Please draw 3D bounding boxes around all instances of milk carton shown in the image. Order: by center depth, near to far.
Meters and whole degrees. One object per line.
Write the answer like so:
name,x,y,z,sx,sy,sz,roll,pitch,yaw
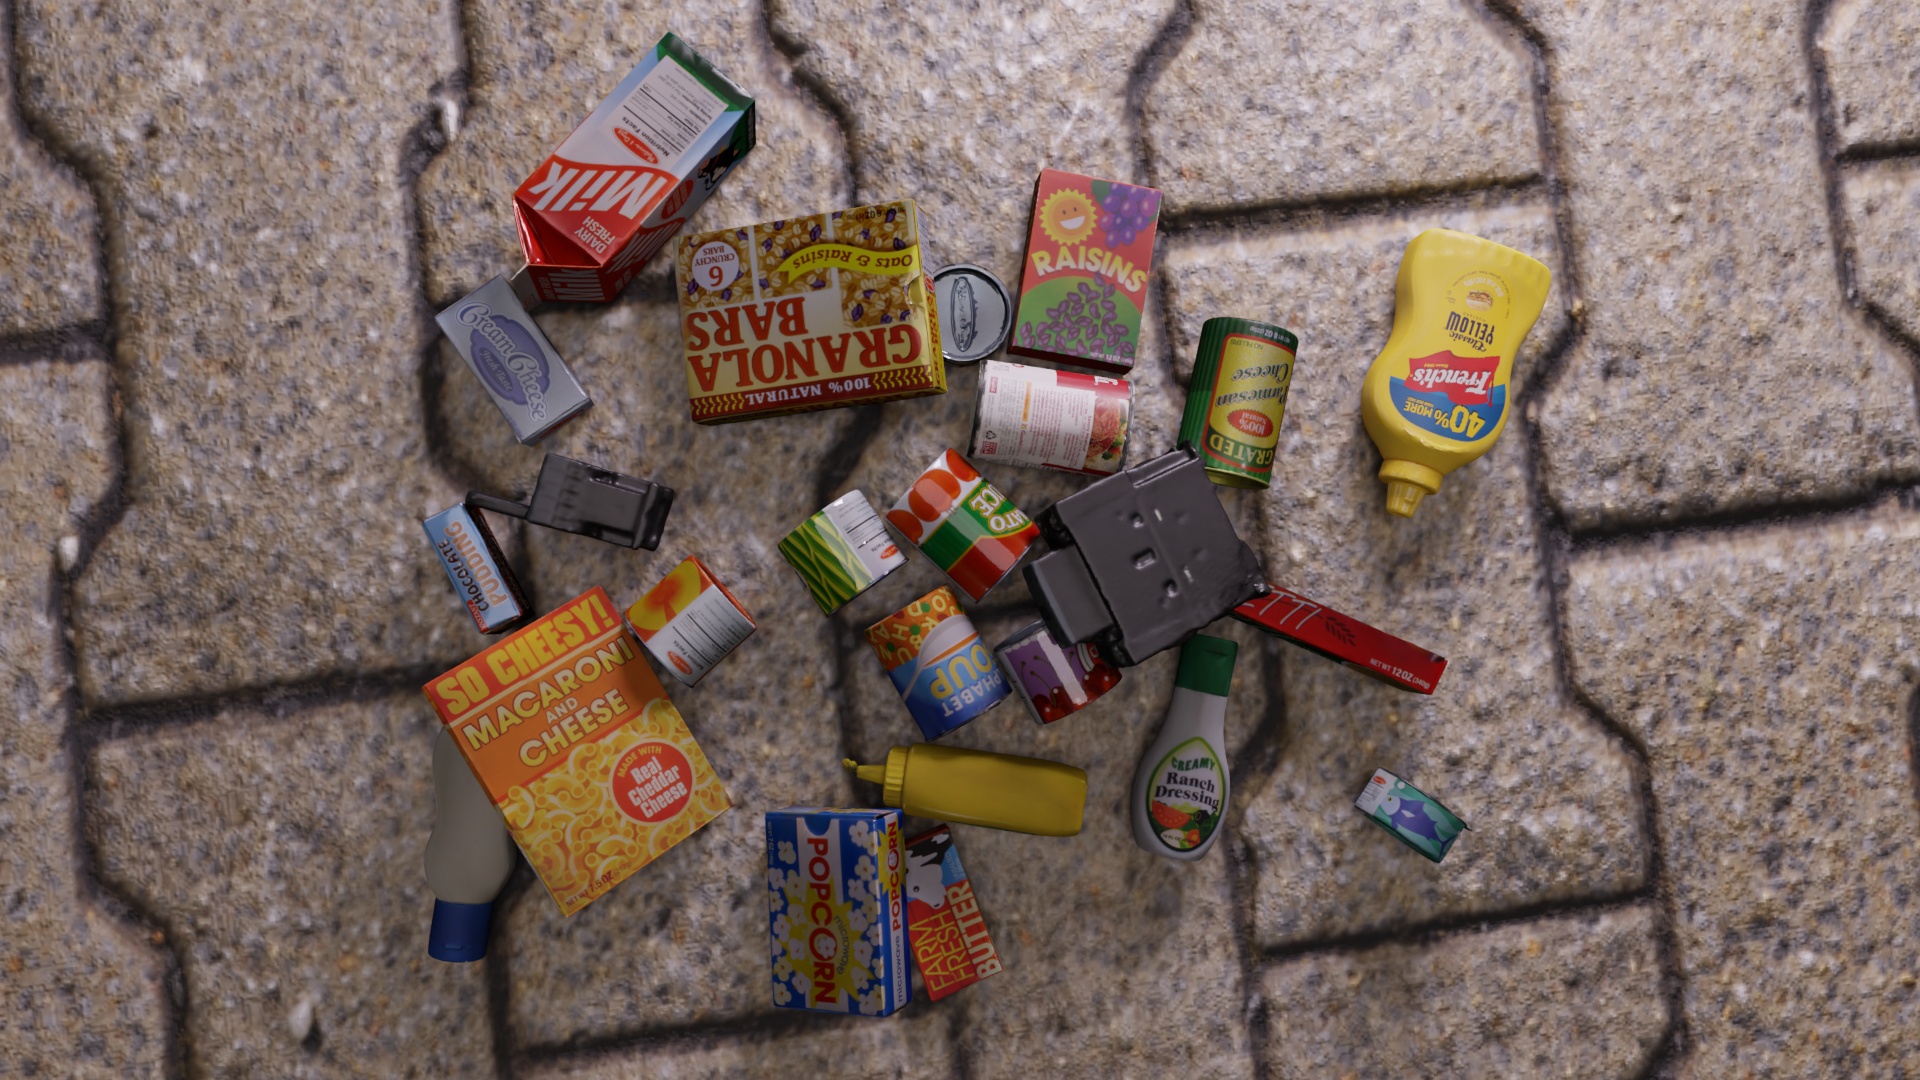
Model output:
milk carton,-0.220,-0.225,0.895,0.073,0.072,0.191,39,77,-1

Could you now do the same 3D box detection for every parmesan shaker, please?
parmesan shaker,0.181,-0.092,0.928,0.071,0.071,0.103,13,87,-3

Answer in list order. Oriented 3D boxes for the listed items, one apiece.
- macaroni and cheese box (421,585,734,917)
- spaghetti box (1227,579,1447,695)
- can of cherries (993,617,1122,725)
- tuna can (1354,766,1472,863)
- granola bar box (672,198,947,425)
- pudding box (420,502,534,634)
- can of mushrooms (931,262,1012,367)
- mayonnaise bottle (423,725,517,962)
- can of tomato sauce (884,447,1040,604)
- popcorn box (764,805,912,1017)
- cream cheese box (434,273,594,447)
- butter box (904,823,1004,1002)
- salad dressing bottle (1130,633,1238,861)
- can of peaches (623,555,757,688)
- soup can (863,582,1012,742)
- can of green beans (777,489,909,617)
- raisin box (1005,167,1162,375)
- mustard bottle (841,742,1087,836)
macaroni and cheese box,-0.241,0.131,0.878,0.124,0.040,0.166,-32,95,-25
spaghetti box,0.200,0.042,0.931,0.250,0.050,0.029,23,85,-2
can of cherries,0.066,0.079,0.911,0.071,0.071,0.058,-30,90,-4
tuna can,0.300,0.184,0.923,0.071,0.071,0.033,35,87,-2
granola bar box,-0.099,-0.147,0.908,0.165,0.039,0.124,-7,88,10
pudding box,-0.312,0.019,0.899,0.030,0.049,0.083,-28,89,-6
can of mushrooms,-0.002,-0.151,0.936,0.071,0.033,0.071,0,88,-4
mayonnaise bottle,-0.314,0.193,0.895,0.065,0.041,0.148,8,88,-8
can of tomato sauce,0.003,-0.011,0.912,0.083,0.071,0.071,42,86,0
popcorn box,-0.079,0.236,0.891,0.085,0.038,0.126,-4,87,28
cream cheese box,-0.295,-0.119,0.919,0.053,0.024,0.104,-35,90,-6
butter box,-0.014,0.246,0.920,0.053,0.024,0.103,-21,89,-5
salad dressing bottle,0.153,0.136,0.927,0.064,0.044,0.147,12,86,-4
can of peaches,-0.175,0.051,0.900,0.058,0.071,0.071,-42,91,-4
soup can,-0.014,0.078,0.905,0.071,0.071,0.084,-30,90,-4
can of green beans,-0.077,0.008,0.907,0.071,0.071,0.058,-36,90,-4
raisin box,0.084,-0.181,0.940,0.086,0.040,0.123,10,88,-2
mustard bottle,0.001,0.161,0.909,0.160,0.065,0.049,7,86,4
